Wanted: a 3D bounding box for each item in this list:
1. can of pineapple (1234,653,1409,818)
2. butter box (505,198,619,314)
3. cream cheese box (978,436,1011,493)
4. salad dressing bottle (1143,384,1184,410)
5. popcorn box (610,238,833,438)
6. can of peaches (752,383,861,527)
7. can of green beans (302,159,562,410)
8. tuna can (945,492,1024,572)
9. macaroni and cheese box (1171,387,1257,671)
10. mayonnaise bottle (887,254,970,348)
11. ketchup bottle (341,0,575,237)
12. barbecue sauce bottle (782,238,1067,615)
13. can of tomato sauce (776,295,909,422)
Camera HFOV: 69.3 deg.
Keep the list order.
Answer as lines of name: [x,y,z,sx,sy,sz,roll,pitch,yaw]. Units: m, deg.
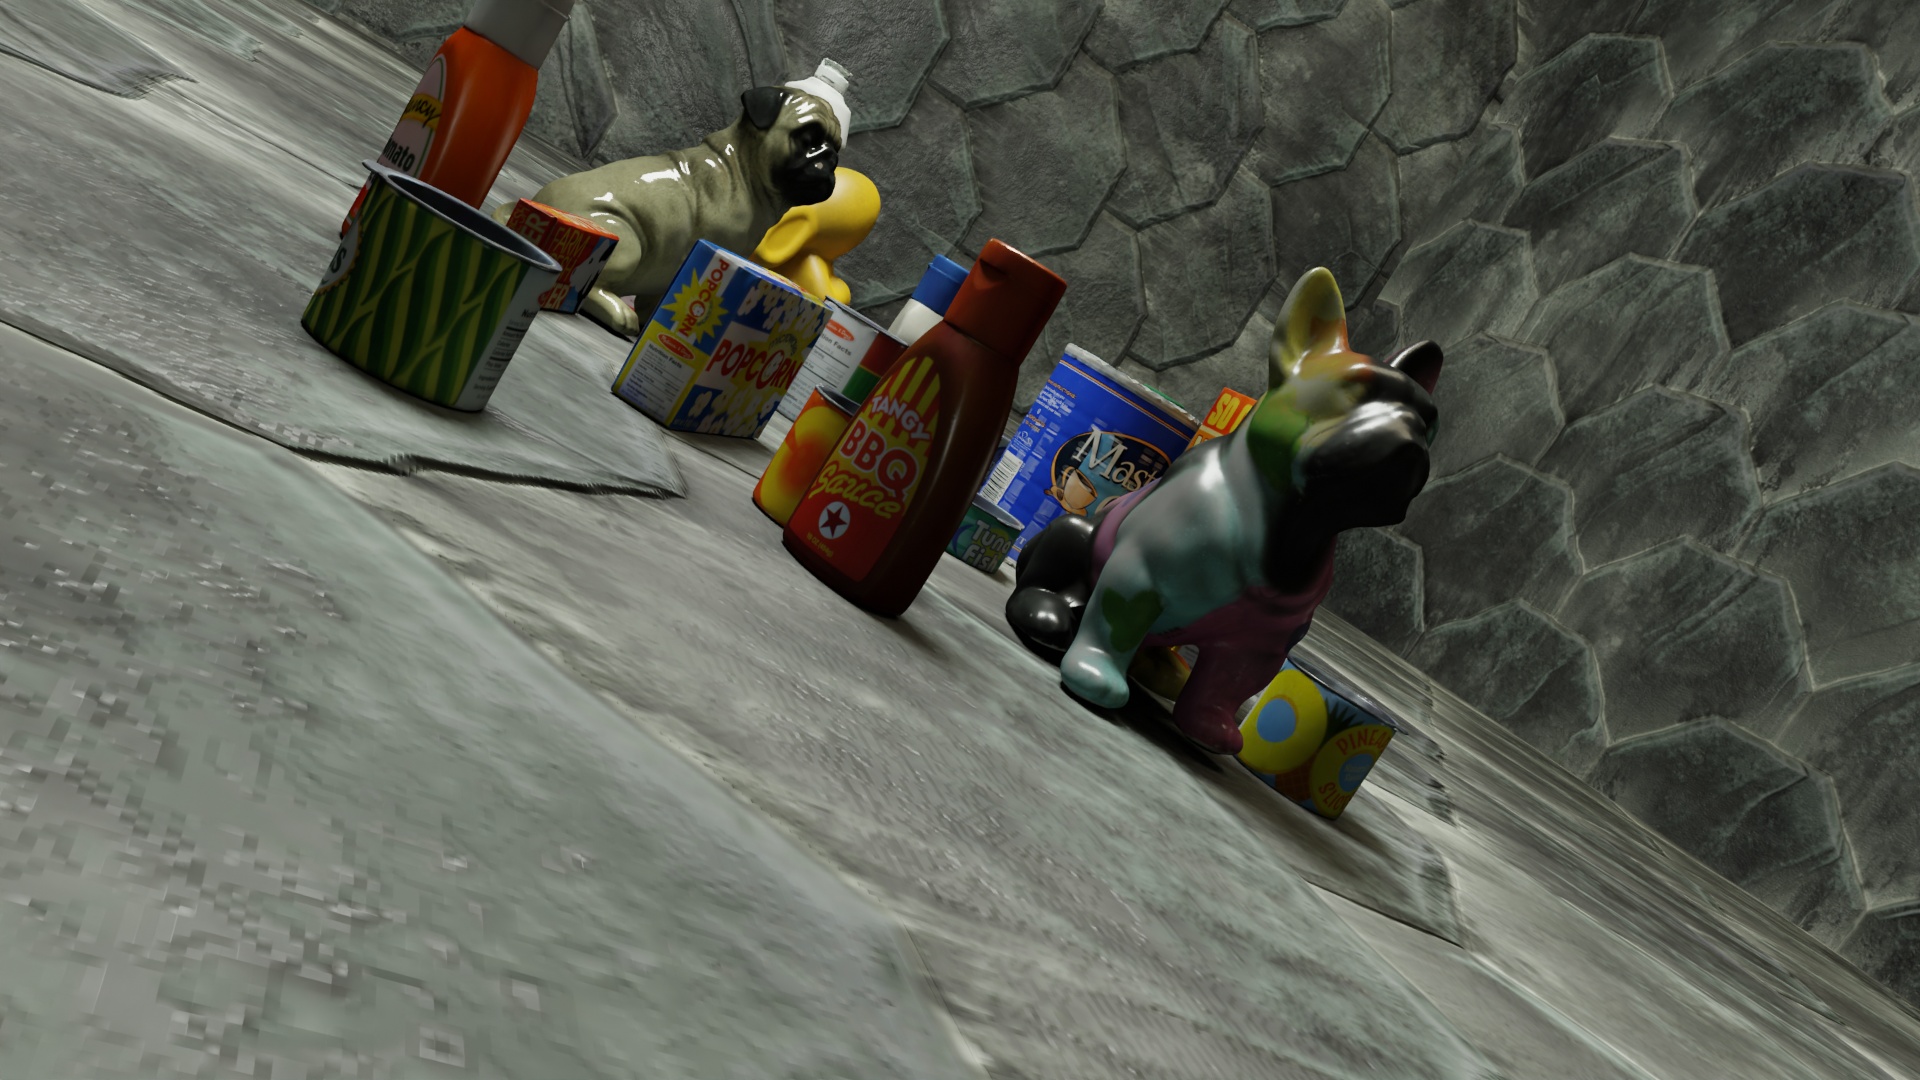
can of pineapple: [0.179,0.100,0.702,0.071,0.058,0.071,31,7,-4]
butter box: [-0.225,-0.155,0.765,0.024,0.053,0.103,32,7,1]
cream cheese box: [0.031,-0.060,1.160,0.104,0.053,0.024,24,10,-44]
salad dressing bottle: [0.115,-0.046,1.047,0.044,0.147,0.064,29,7,-18]
popcorn box: [-0.117,-0.099,0.706,0.038,0.085,0.127,33,7,8]
can of peaches: [-0.052,-0.029,0.619,0.071,0.058,0.071,31,7,-4]
can of green beans: [-0.180,-0.085,0.475,0.071,0.057,0.071,31,7,-4]
tuna can: [0.003,-0.010,0.809,0.071,0.033,0.071,31,7,-4]
macaroni and cheese box: [0.152,-0.001,0.831,0.040,0.166,0.124,29,8,-20]
mayonnaise bottle: [-0.039,-0.136,1.013,0.041,0.148,0.065,30,7,-9]
ketchup bottle: [-0.226,-0.191,0.632,0.043,0.148,0.065,24,10,-47]
barbecue sauce bottle: [-0.011,-0.047,0.553,0.065,0.148,0.043,37,9,37]
can of tomato sauce: [-0.083,-0.114,0.949,0.071,0.083,0.071,31,7,-4]
